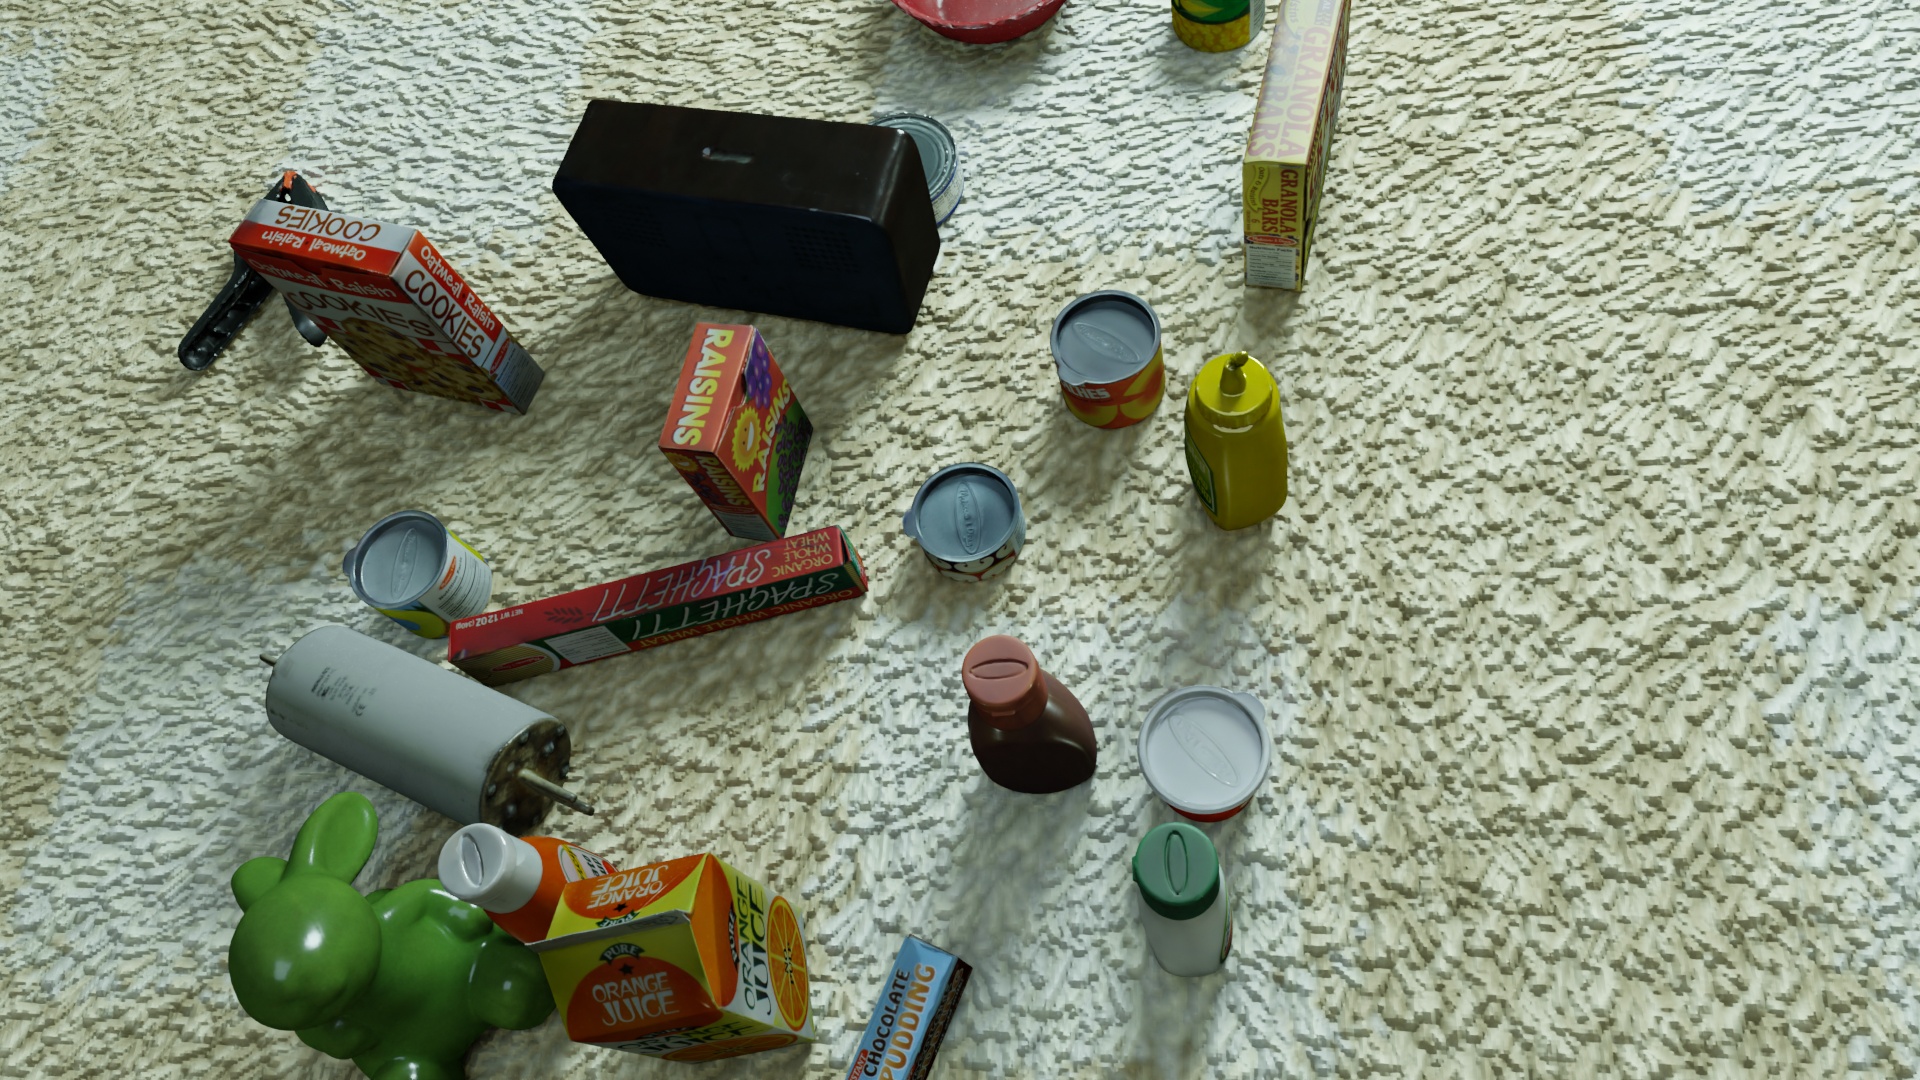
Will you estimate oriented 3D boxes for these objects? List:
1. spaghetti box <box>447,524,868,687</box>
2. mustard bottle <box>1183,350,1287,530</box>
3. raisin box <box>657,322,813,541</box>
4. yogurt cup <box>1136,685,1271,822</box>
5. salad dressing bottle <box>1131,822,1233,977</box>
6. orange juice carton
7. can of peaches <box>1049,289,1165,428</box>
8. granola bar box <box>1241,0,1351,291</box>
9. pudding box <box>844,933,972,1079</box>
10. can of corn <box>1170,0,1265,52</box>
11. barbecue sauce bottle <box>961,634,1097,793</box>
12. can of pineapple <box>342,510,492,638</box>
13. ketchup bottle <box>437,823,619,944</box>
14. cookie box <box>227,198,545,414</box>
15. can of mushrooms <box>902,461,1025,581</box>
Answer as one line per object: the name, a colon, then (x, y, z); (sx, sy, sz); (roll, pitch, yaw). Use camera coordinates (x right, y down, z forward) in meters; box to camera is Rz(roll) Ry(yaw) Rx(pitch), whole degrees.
spaghetti box: (-0.181, 0.041, 0.837); (0.250, 0.050, 0.029); (-14, 63, 5)
mustard bottle: (0.148, -0.061, 0.754); (0.049, 0.159, 0.065); (-23, 63, 1)
raisin box: (-0.131, -0.062, 0.835); (0.040, 0.123, 0.086); (7, 67, 15)
yogurt cup: (0.129, 0.116, 0.734); (0.072, 0.053, 0.072); (-5, 64, 10)
salad dressing bottle: (0.106, 0.169, 0.661); (0.044, 0.147, 0.064); (-4, 65, 10)
orange juice carton: (-0.134, 0.203, 0.670); (0.072, 0.192, 0.073); (-13, 63, 6)
can of peaches: (0.089, -0.108, 0.846); (0.071, 0.058, 0.071); (-5, 64, 10)
granola bar box: (0.208, -0.257, 0.855); (0.039, 0.123, 0.166); (10, 68, 16)
pudding box: (-0.026, 0.247, 0.707); (0.030, 0.049, 0.084); (18, 70, 19)
can of corn: (0.175, -0.381, 0.958); (0.071, 0.058, 0.071); (-5, 64, 10)
barbecue sauce bottle: (0.032, 0.091, 0.713); (0.065, 0.148, 0.044); (-5, 65, 10)
can of pineapple: (-0.340, 0.022, 0.876); (0.071, 0.057, 0.071); (-5, 64, 10)
ketchup bottle: (-0.218, 0.182, 0.723); (0.043, 0.148, 0.065); (-28, 63, -2)
cookie box: (-0.366, -0.147, 0.900); (0.123, 0.167, 0.040); (13, 69, 17)
can of mushrooms: (0.003, -0.010, 0.832); (0.071, 0.033, 0.071); (-5, 64, 10)
